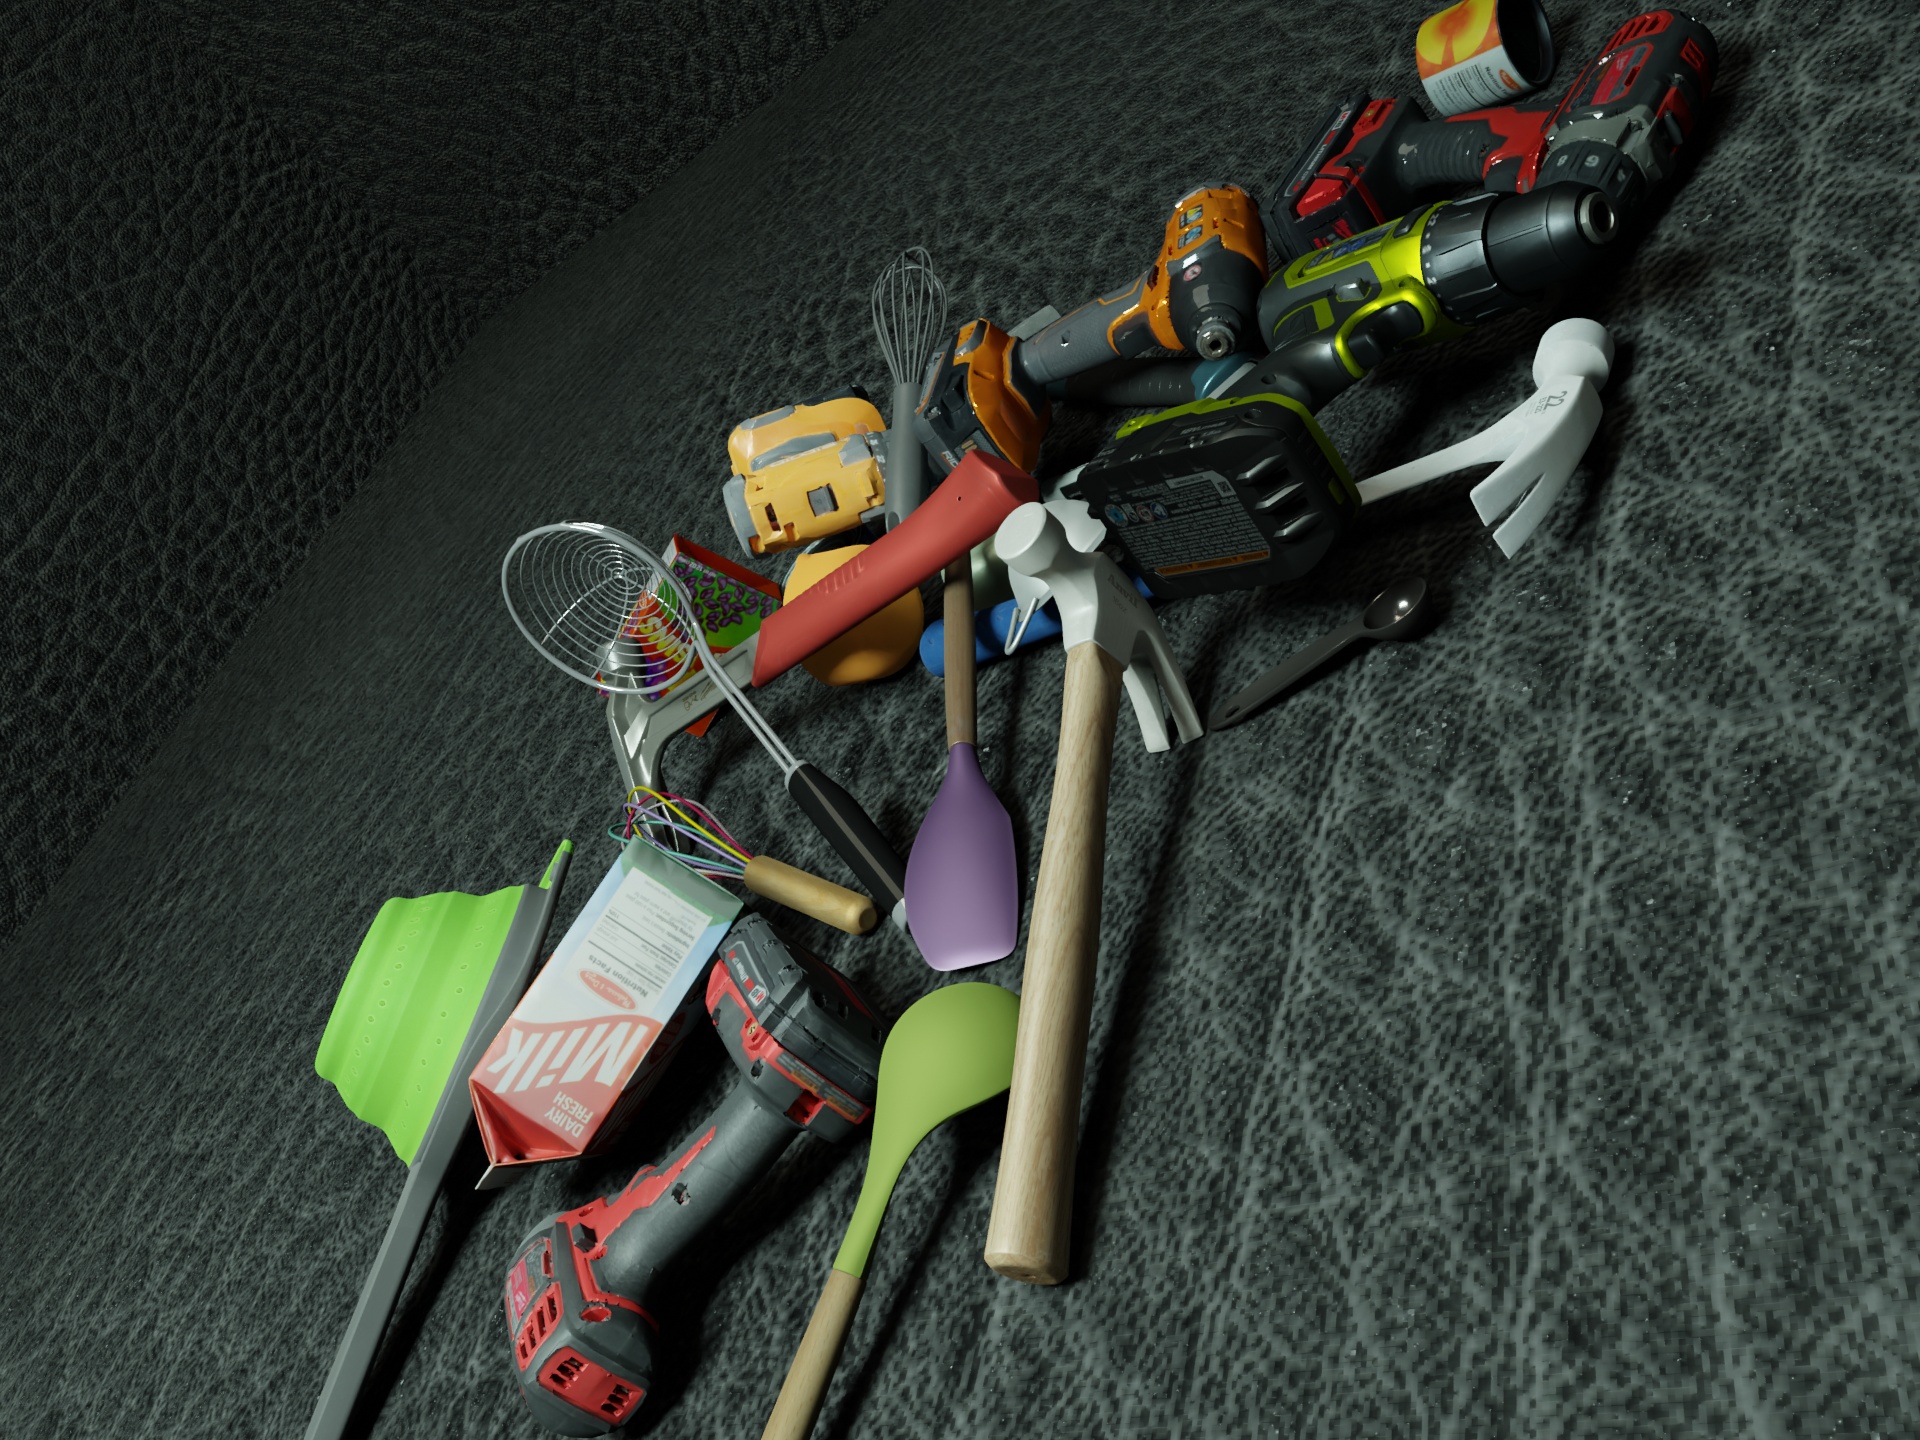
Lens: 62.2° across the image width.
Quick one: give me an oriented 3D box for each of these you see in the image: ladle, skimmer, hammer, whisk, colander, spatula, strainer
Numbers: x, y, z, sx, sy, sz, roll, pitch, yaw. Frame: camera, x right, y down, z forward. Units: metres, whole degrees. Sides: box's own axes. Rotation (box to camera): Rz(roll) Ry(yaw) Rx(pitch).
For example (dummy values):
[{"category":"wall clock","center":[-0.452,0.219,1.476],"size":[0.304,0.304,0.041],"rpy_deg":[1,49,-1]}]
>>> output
[{"category":"ladle","center":[-0.044,0.249,0.626],"size":[0.078,0.062,0.320],"rpy_deg":[-12,49,53]},{"category":"skimmer","center":[-0.146,0.007,0.896],"size":[0.090,0.127,0.364],"rpy_deg":[-23,48,-26]},{"category":"hammer","center":[0.128,-0.086,0.821],"size":[0.405,0.035,0.144],"rpy_deg":[-18,29,42]},{"category":"whisk","center":[-0.131,0.081,0.920],"size":[0.245,0.051,0.047],"rpy_deg":[14,94,47]},{"category":"colander","center":[-0.334,0.239,0.901],"size":[0.204,0.094,0.397],"rpy_deg":[-46,25,56]},{"category":"spatula","center":[-0.001,-0.003,0.857],"size":[0.060,0.018,0.316],"rpy_deg":[-14,47,15]},{"category":"hammer","center":[0.088,-0.229,1.083],"size":[0.128,0.033,0.331],"rpy_deg":[-51,29,-10]},{"category":"strainer","center":[0.097,-0.134,0.871],"size":[0.258,0.050,0.087],"rpy_deg":[-43,6,-22]},{"category":"whisk","center":[-0.036,-0.216,1.056],"size":[0.055,0.055,0.239],"rpy_deg":[-21,58,38]},{"category":"hammer","center":[0.048,0.069,0.678],"size":[0.031,0.129,0.332],"rpy_deg":[-20,47,38]},{"category":"hammer","center":[-0.092,-0.047,0.954],"size":[0.359,0.036,0.149],"rpy_deg":[-29,74,35]}]

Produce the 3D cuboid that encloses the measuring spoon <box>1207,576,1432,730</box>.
[{"category":"measuring spoon","center":[0.166,-0.024,0.732],"size":[0.124,0.018,0.034],"rpy_deg":[-35,20,31]}]

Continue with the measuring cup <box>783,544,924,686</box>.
[{"category":"measuring cup","center":[-0.042,-0.090,1.038],"size":[0.052,0.095,0.174],"rpy_deg":[-8,27,42]}]

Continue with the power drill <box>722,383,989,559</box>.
[{"category":"power drill","center":[-0.082,-0.190,1.163],"size":[0.185,0.084,0.226],"rpy_deg":[-20,20,-3]}]

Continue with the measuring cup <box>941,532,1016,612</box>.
[{"category":"measuring cup","center":[0.014,-0.128,1.037],"size":[0.083,0.038,0.168],"rpy_deg":[-38,30,12]}]

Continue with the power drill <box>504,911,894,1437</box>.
[{"category":"power drill","center":[-0.129,0.206,0.743],"size":[0.219,0.078,0.143],"rpy_deg":[-51,21,-4]}]

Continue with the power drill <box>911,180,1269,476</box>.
[{"category":"power drill","center":[0.083,-0.222,0.961],"size":[0.226,0.084,0.164],"rpy_deg":[-27,31,26]}]

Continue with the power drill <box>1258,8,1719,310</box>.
[{"category":"power drill","center":[0.277,-0.286,0.868],"size":[0.227,0.080,0.188],"rpy_deg":[5,56,52]}]

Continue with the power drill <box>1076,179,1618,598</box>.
[{"category":"power drill","center":[0.178,-0.162,0.736],"size":[0.228,0.080,0.190],"rpy_deg":[-47,21,-24]}]
